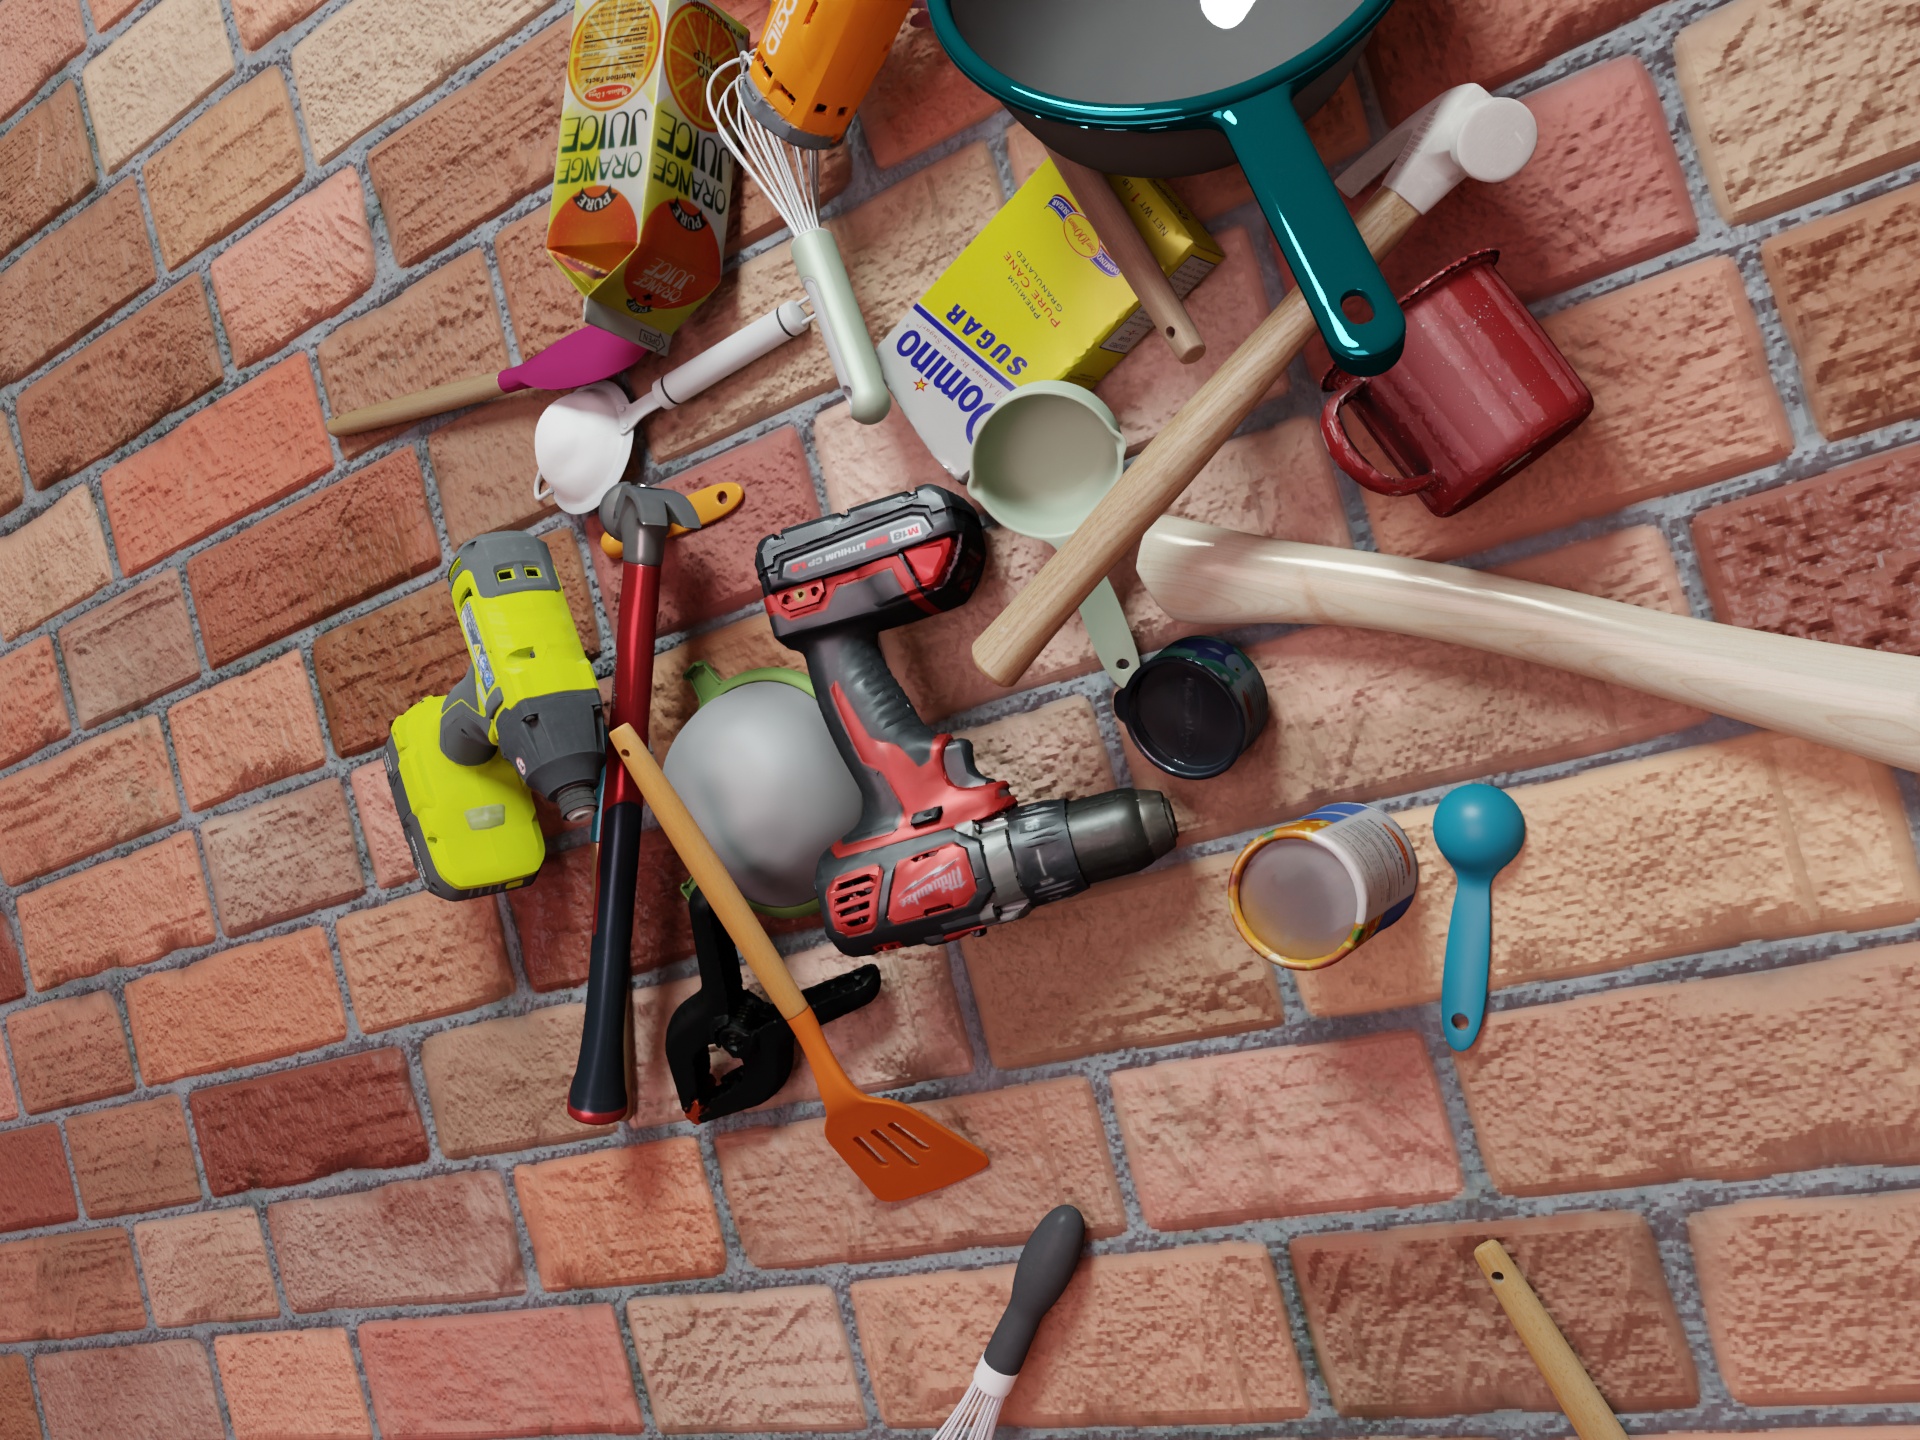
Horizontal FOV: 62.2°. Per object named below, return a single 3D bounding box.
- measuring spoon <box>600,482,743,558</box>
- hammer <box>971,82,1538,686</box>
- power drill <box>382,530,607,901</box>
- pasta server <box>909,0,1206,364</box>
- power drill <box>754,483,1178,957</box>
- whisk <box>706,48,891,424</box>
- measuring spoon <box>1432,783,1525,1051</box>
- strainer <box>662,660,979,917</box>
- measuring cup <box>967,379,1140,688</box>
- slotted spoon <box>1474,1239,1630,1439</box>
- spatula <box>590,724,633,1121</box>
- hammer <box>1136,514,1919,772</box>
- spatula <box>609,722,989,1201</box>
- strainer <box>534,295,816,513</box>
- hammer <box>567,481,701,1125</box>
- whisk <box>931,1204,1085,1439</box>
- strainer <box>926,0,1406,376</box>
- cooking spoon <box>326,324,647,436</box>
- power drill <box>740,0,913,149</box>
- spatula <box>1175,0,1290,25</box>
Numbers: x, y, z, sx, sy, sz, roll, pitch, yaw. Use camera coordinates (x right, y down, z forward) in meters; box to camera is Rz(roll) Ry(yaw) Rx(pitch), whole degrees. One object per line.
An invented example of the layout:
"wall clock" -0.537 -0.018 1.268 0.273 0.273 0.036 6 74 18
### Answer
"measuring spoon" -0.180 -0.123 0.977 0.117 0.011 0.021 -16 87 31
"hammer" 0.117 -0.143 0.720 0.031 0.130 0.331 37 110 -12
"power drill" -0.277 0.016 0.957 0.223 0.080 0.171 -45 62 50
"pasta server" 0.036 -0.292 0.769 0.060 0.040 0.316 -51 56 44
"power drill" -0.001 -0.003 0.826 0.188 0.080 0.227 -16 82 11
"whisk" -0.084 -0.266 0.864 0.057 0.059 0.246 113 140 -65
"measuring spoon" 0.236 0.094 0.742 0.042 0.021 0.128 6 97 30
"strainer" -0.080 0.051 0.900 0.256 0.069 0.151 6 98 32
"measuring cup" 0.061 -0.094 0.811 0.083 0.038 0.167 -16 115 18
"slotted spoon" 0.324 0.381 0.717 0.070 0.031 0.314 -37 75 26
"spatula" -0.238 0.104 1.016 0.082 0.044 0.317 4 99 55
"hammer" 0.269 -0.048 0.698 0.411 0.038 0.146 16 107 30
"spatula" -0.100 0.139 0.887 0.081 0.041 0.322 -29 96 27
"strainer" -0.184 -0.196 0.959 0.258 0.050 0.087 -23 69 27
"hammer" -0.196 0.058 0.933 0.143 0.038 0.386 -152 67 -66
"whisk" 0.008 0.392 0.893 0.070 0.070 0.284 28 103 26
"strainer" 0.113 -0.261 0.677 0.211 0.095 0.341 -20 64 5
"cooking spoon" -0.313 -0.216 1.036 0.319 0.069 0.017 -4 138 34
"power drill" -0.089 -0.432 0.818 0.164 0.084 0.227 -51 58 44
"spatula" 0.028 -0.397 0.824 0.316 0.018 0.059 26 118 27
